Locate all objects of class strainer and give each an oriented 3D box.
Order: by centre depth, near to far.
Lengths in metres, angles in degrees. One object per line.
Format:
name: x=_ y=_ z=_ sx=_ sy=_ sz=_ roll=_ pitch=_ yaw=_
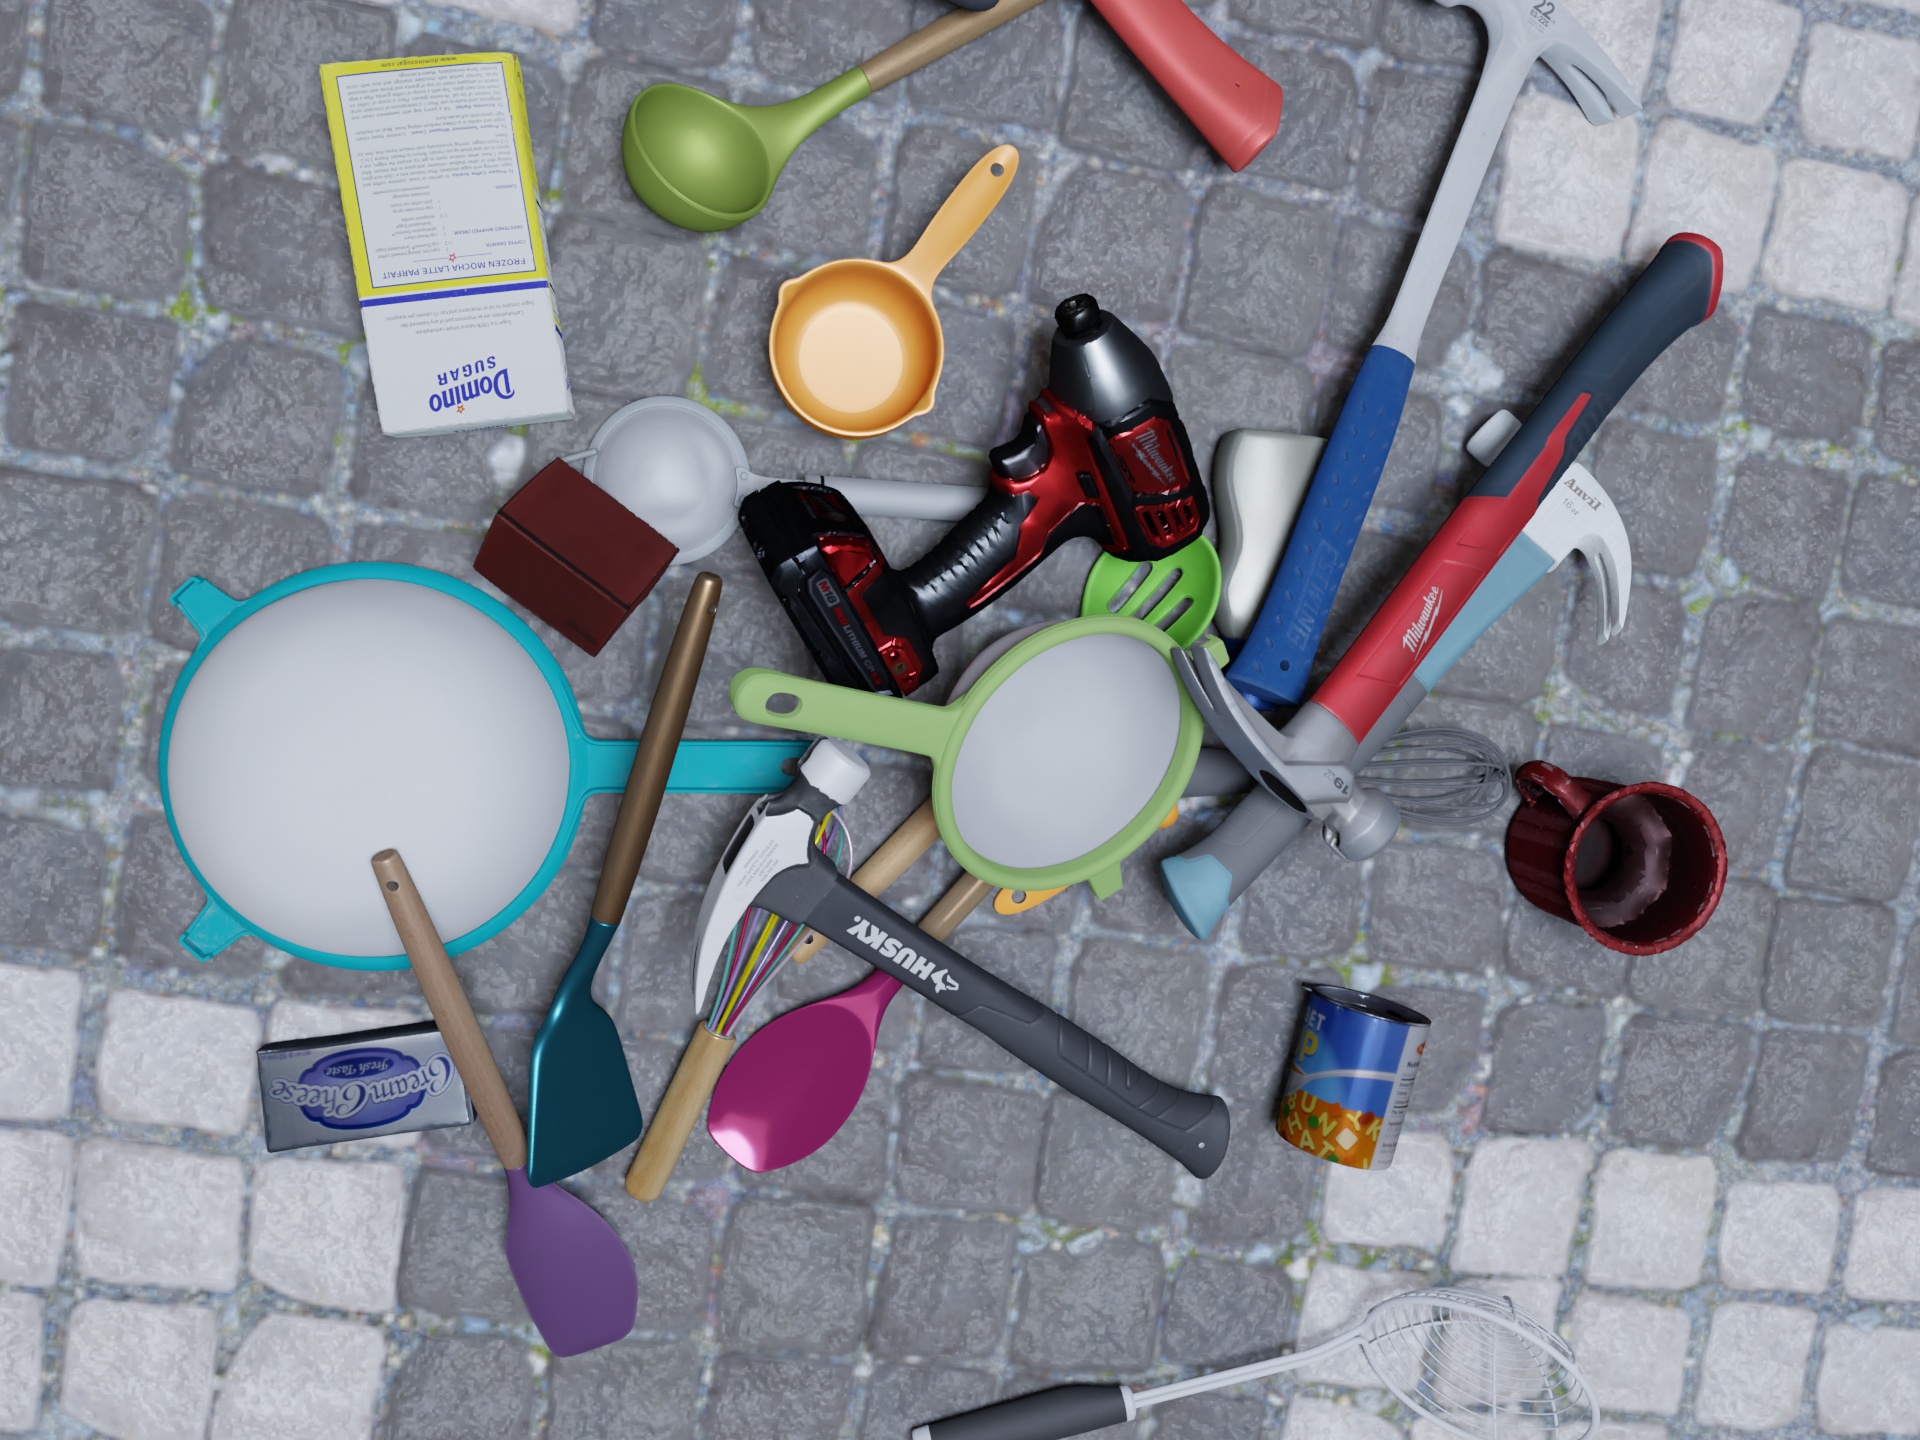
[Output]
strainer: x=-0.001 y=-0.002 z=0.768 sx=0.256 sy=0.069 sz=0.151 roll=11 pitch=111 yaw=-32
strainer: x=-0.230 y=0.028 z=0.785 sx=0.340 sy=0.095 sz=0.211 roll=0 pitch=94 yaw=-7
strainer: x=-0.084 y=-0.120 z=0.823 sx=0.258 sy=0.050 sz=0.087 roll=2 pitch=94 yaw=-12

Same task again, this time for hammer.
hammer: x=0.028 y=-0.418 z=0.792 sx=0.149 sy=0.037 sz=0.359 roll=-42 pitch=94 yaw=-13
hammer: x=0.265 y=-0.120 z=0.810 sx=0.143 sy=0.038 sz=0.386 roll=44 pitch=76 yaw=-17
hammer: x=0.014 y=0.154 z=0.828 sx=0.334 sy=0.035 sz=0.146 roll=36 pitch=97 yaw=-21
hammer: x=0.236 y=-0.198 z=0.833 sx=0.144 sy=0.035 sz=0.405 roll=24 pitch=85 yaw=-20
hammer: x=0.226 y=-0.015 z=0.843 sx=0.331 sy=0.033 sz=0.128 roll=-44 pitch=80 yaw=-9

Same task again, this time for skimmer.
skimmer: x=0.158 y=0.386 z=0.870 sx=0.363 sy=0.090 sz=0.127 roll=-11 pitch=127 yaw=-5

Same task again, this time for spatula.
spatula: x=-0.158 y=0.079 z=0.778 sx=0.044 sy=0.082 sz=0.317 roll=29 pitch=110 yaw=26
spatula: x=-0.228 y=0.200 z=0.796 sx=0.060 sy=0.018 sz=0.315 roll=-18 pitch=115 yaw=-7

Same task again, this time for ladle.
ladle: x=-0.026 y=-0.343 z=0.806 sx=0.320 sy=0.062 sz=0.078 roll=-31 pitch=90 yaw=-7

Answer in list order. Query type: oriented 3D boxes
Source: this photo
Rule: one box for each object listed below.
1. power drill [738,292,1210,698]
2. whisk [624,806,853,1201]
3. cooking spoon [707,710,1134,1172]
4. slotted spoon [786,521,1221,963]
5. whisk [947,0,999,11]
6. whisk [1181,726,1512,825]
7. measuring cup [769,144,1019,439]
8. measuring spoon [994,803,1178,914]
power drill: x=0.010 y=-0.108 z=0.789 sx=0.219 sy=0.079 sz=0.143 roll=-29 pitch=129 yaw=-2
whisk: x=-0.119 y=0.144 z=0.832 sx=0.051 sy=0.047 sz=0.245 roll=22 pitch=97 yaw=-35
cooking spoon: x=-0.018 y=0.116 z=0.853 sx=0.069 sy=0.017 sz=0.319 roll=42 pitch=92 yaw=-2
slotted spoon: x=0.020 y=0.016 z=0.853 sx=0.314 sy=0.031 sz=0.070 roll=-45 pitch=76 yaw=0
whisk: x=-0.099 y=-0.434 z=0.774 sx=0.284 sy=0.070 sz=0.070 roll=32 pitch=90 yaw=-6
whisk: x=0.187 y=0.031 z=0.872 sx=0.239 sy=0.055 sz=0.055 roll=1 pitch=94 yaw=-4
measuring cup: x=-0.029 y=-0.221 z=0.817 sx=0.095 sy=0.052 sz=0.173 roll=38 pitch=87 yaw=-9
measuring spoon: x=0.070 y=0.075 z=0.873 sx=0.117 sy=0.011 sz=0.021 roll=-30 pitch=98 yaw=-5
